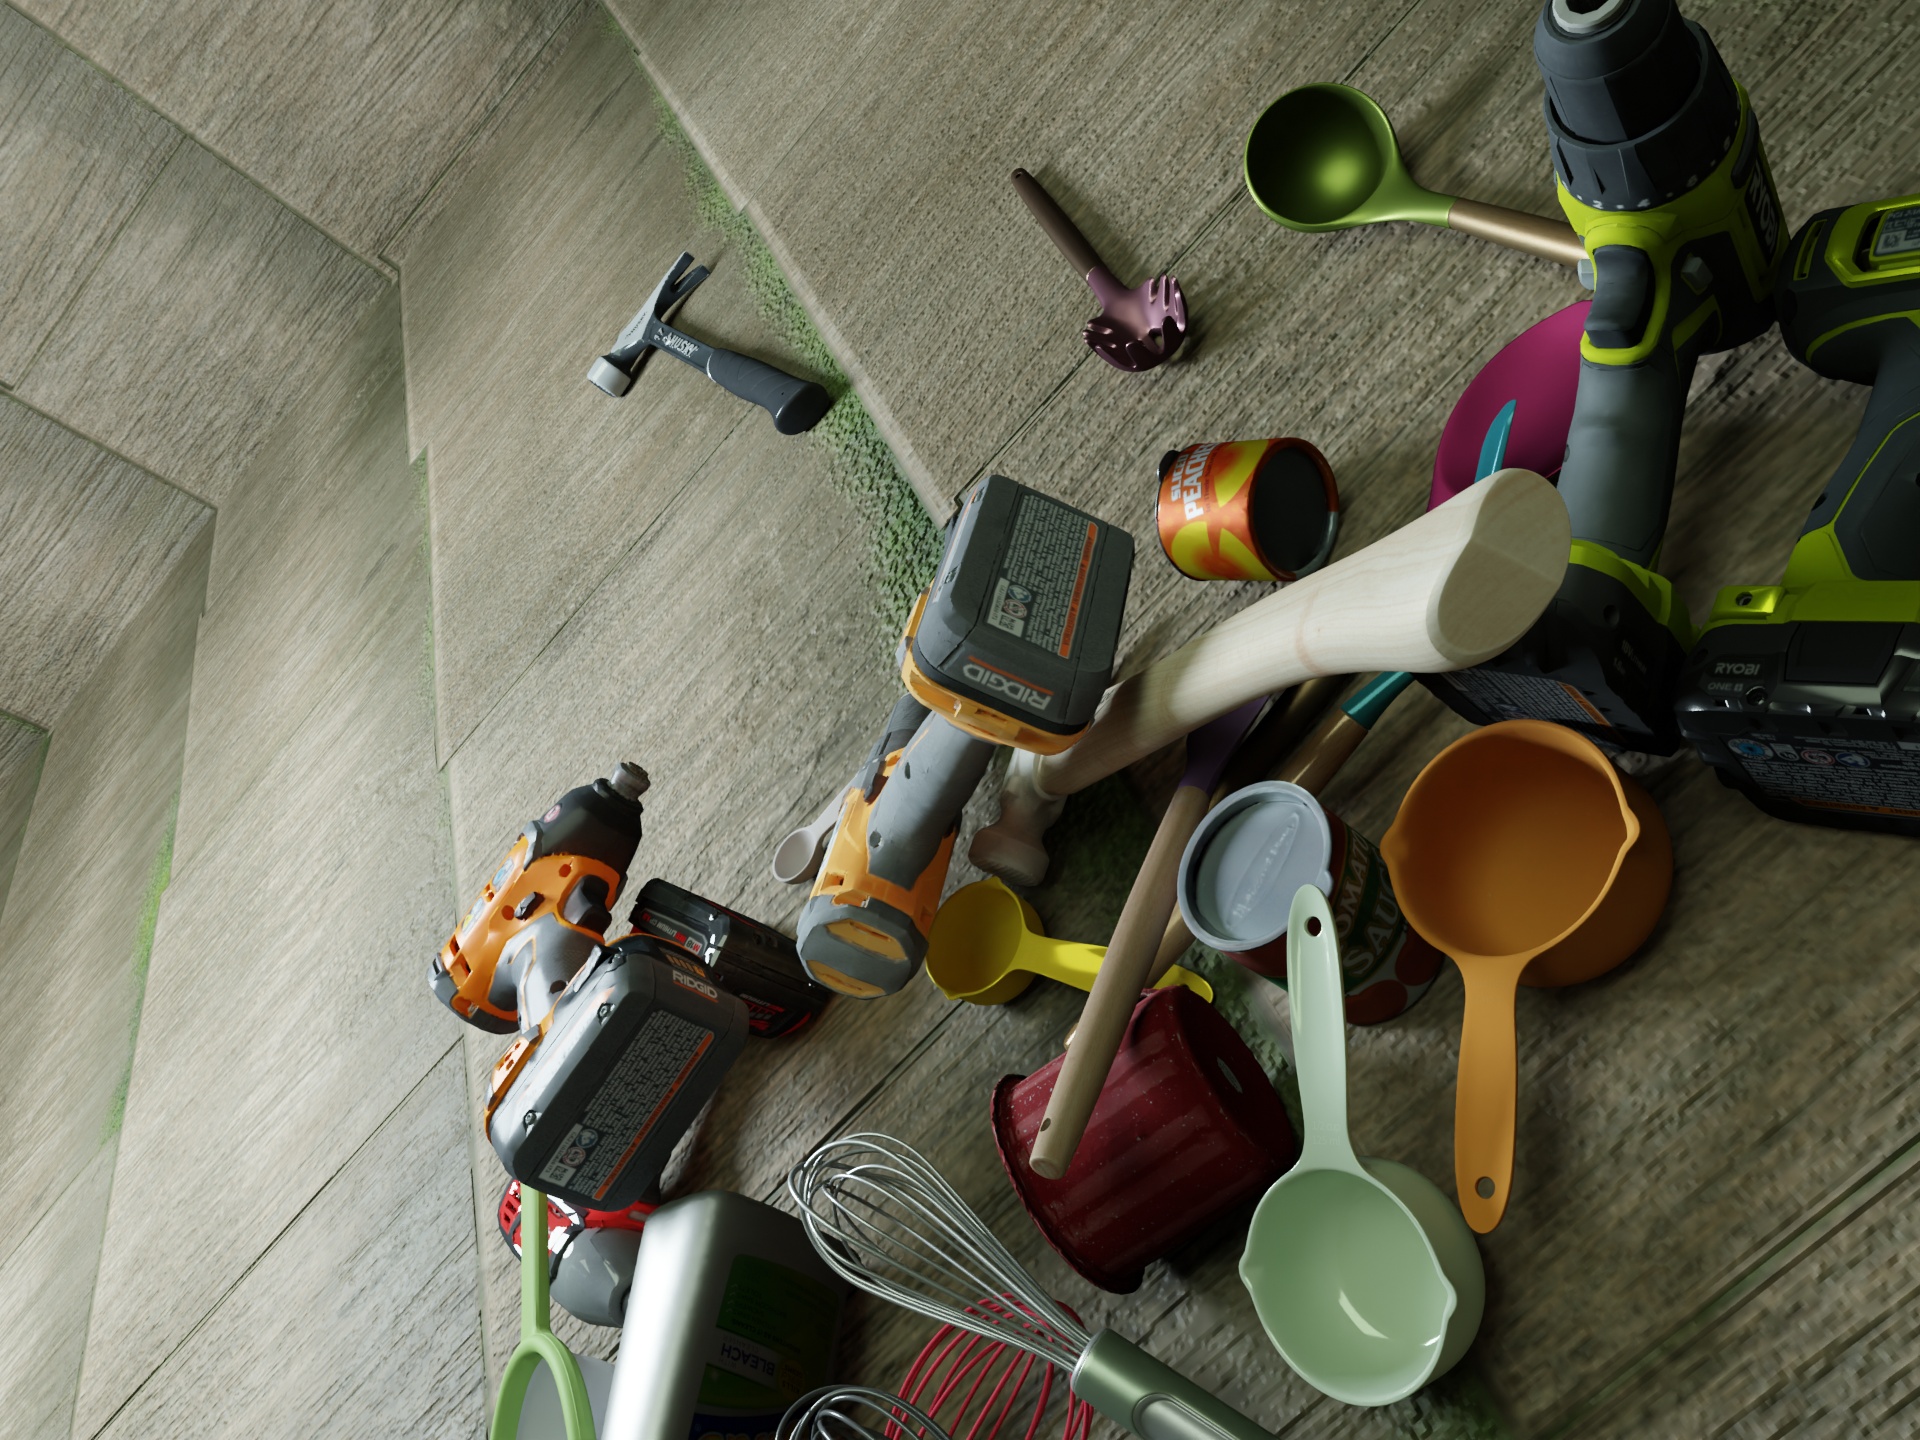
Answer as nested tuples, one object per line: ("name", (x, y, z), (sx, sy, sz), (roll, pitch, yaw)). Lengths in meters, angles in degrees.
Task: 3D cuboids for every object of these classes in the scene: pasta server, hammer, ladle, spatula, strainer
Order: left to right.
("strainer", (-0.173, 0.312, 0.747), (0.151, 0.069, 0.257), (-51, 40, 43))
("hammer", (-0.204, -0.303, 1.328), (0.149, 0.036, 0.409), (-55, 36, 1))
("pasta server", (0.074, -0.292, 0.988), (0.060, 0.040, 0.317), (-34, 39, 10))
("spatula", (0.088, 0.048, 0.636), (0.060, 0.018, 0.316), (-33, 19, 45))
("hammer", (0.095, -0.024, 0.606), (0.146, 0.038, 0.410), (-69, 11, -15))
("spatula", (0.136, 0.013, 0.652), (0.317, 0.044, 0.082), (-52, -7, 10))
("ladle", (0.243, -0.236, 0.733), (0.078, 0.062, 0.320), (-51, 38, 5))

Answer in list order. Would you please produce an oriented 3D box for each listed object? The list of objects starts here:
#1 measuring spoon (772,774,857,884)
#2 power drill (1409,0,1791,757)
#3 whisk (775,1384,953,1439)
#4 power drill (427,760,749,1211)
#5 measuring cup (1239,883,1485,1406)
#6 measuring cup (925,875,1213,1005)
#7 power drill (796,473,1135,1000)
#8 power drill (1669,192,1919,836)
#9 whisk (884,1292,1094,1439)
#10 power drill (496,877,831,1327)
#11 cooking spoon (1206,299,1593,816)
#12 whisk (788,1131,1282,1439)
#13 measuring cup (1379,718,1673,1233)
("measuring spoon", (-0.058, 0.048, 0.904), (0.124, 0.018, 0.034), (-45, 36, 4))
("power drill", (0.219, -0.117, 0.543), (0.080, 0.190, 0.228), (12, 82, 37))
("whisk", (0.033, 0.296, 0.510), (0.239, 0.055, 0.055), (28, 85, 29))
("power drill", (-0.189, 0.120, 0.807), (0.164, 0.084, 0.227), (-55, 34, 2))
("measuring cup", (0.134, 0.139, 0.535), (0.083, 0.038, 0.168), (-13, 77, 46))
("measuring cup", (0.051, 0.112, 0.721), (0.157, 0.029, 0.062), (8, 70, 39))
("power drill", (-0.001, -0.002, 0.731), (0.185, 0.084, 0.226), (-73, 9, -49))
("power drill", (0.328, -0.078, 0.494), (0.171, 0.080, 0.223), (5, 64, 51))
("whisk", (-0.033, 0.348, 0.601), (0.073, 0.073, 0.296), (31, 93, 55))
("power drill", (-0.161, 0.207, 0.847), (0.143, 0.078, 0.220), (15, 78, 53))
("cooking spoon", (0.181, -0.049, 0.690), (0.319, 0.017, 0.069), (-52, 46, 6))
("whisk", (0.038, 0.218, 0.553), (0.246, 0.059, 0.058), (25, 97, 26))
("measuring cup", (0.195, 0.088, 0.543), (0.095, 0.052, 0.174), (-10, 63, 46))
